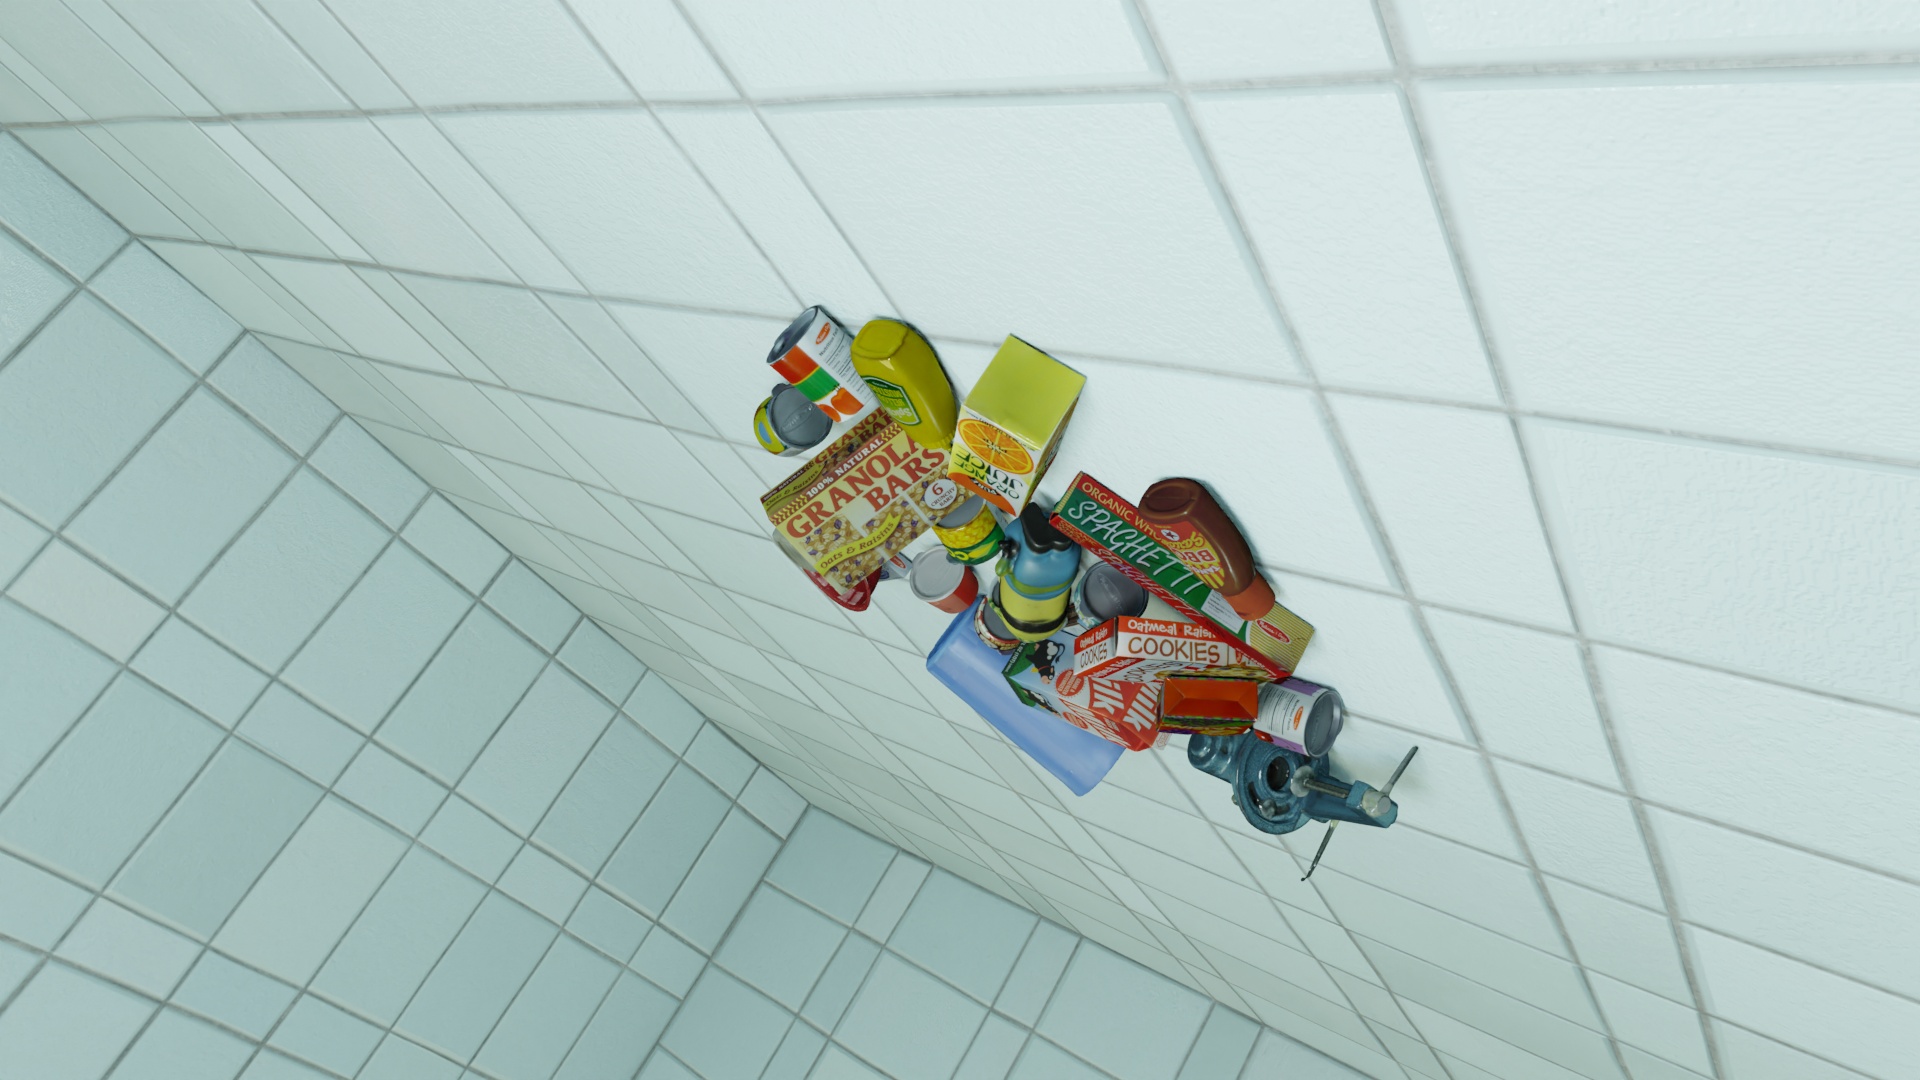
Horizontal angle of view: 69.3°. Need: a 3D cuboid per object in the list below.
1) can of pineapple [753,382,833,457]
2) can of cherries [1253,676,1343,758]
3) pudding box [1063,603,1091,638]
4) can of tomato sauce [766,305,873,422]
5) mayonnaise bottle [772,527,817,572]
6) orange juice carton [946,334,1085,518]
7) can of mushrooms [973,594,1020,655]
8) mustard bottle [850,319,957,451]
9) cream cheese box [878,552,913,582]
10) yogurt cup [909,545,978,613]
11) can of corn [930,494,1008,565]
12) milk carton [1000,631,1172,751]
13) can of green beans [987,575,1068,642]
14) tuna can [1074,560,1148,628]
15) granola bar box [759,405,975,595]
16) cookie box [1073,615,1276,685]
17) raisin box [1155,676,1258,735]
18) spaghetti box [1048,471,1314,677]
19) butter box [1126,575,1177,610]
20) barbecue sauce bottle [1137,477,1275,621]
[{"bbox_3d":[-0.168,-0.121,1.378,0.071,0.071,0.057,39,160,-16],"label":"can of pineapple"},{"bbox_3d":[0.319,0.167,1.311,0.058,0.072,0.071,14,153,43],"label":"can of cherries"},{"bbox_3d":[0.150,0.100,1.467,0.083,0.030,0.049,37,159,-11],"label":"pudding box"},{"bbox_3d":[-0.119,-0.153,1.220,0.083,0.071,0.071,41,159,-23],"label":"can of tomato sauce"},{"bbox_3d":[-0.123,-0.044,1.364,0.041,0.148,0.064,19,156,35],"label":"mayonnaise bottle"},{"bbox_3d":[0.040,-0.082,1.136,0.072,0.073,0.192,31,161,6],"label":"orange juice carton"},{"bbox_3d":[0.050,0.089,1.534,0.071,0.071,0.033,32,159,2],"label":"can of mushrooms"},{"bbox_3d":[-0.037,-0.122,1.195,0.065,0.049,0.159,18,156,36],"label":"mustard bottle"},{"bbox_3d":[-0.102,0.025,1.685,0.053,0.024,0.103,41,159,-17],"label":"cream cheese box"},{"bbox_3d":[-0.015,0.047,1.547,0.072,0.072,0.054,18,163,37],"label":"yogurt cup"},{"bbox_3d":[0.005,-0.017,1.350,0.071,0.071,0.058,18,155,36],"label":"can of corn"},{"bbox_3d":[0.146,0.158,1.453,0.191,0.072,0.073,19,156,34],"label":"milk carton"},{"bbox_3d":[0.070,0.064,1.450,0.071,0.071,0.057,15,153,42],"label":"can of green beans"},{"bbox_3d":[0.140,0.055,1.312,0.071,0.071,0.032,32,161,3],"label":"tuna can"},{"bbox_3d":[-0.084,-0.043,1.292,0.124,0.165,0.039,51,-177,-39],"label":"granola bar box"},{"bbox_3d":[0.201,0.105,1.281,0.168,0.040,0.122,7,165,-12],"label":"cookie box"},{"bbox_3d":[0.231,0.158,1.312,0.086,0.040,0.123,1,166,5],"label":"raisin box"},{"bbox_3d":[0.191,0.030,1.205,0.250,0.050,0.028,34,159,-2],"label":"spaghetti box"},{"bbox_3d":[0.171,0.022,1.256,0.103,0.024,0.053,34,160,-4],"label":"butter box"},{"bbox_3d":[0.208,0.010,1.140,0.065,0.044,0.148,5,147,50],"label":"barbecue sauce bottle"}]
